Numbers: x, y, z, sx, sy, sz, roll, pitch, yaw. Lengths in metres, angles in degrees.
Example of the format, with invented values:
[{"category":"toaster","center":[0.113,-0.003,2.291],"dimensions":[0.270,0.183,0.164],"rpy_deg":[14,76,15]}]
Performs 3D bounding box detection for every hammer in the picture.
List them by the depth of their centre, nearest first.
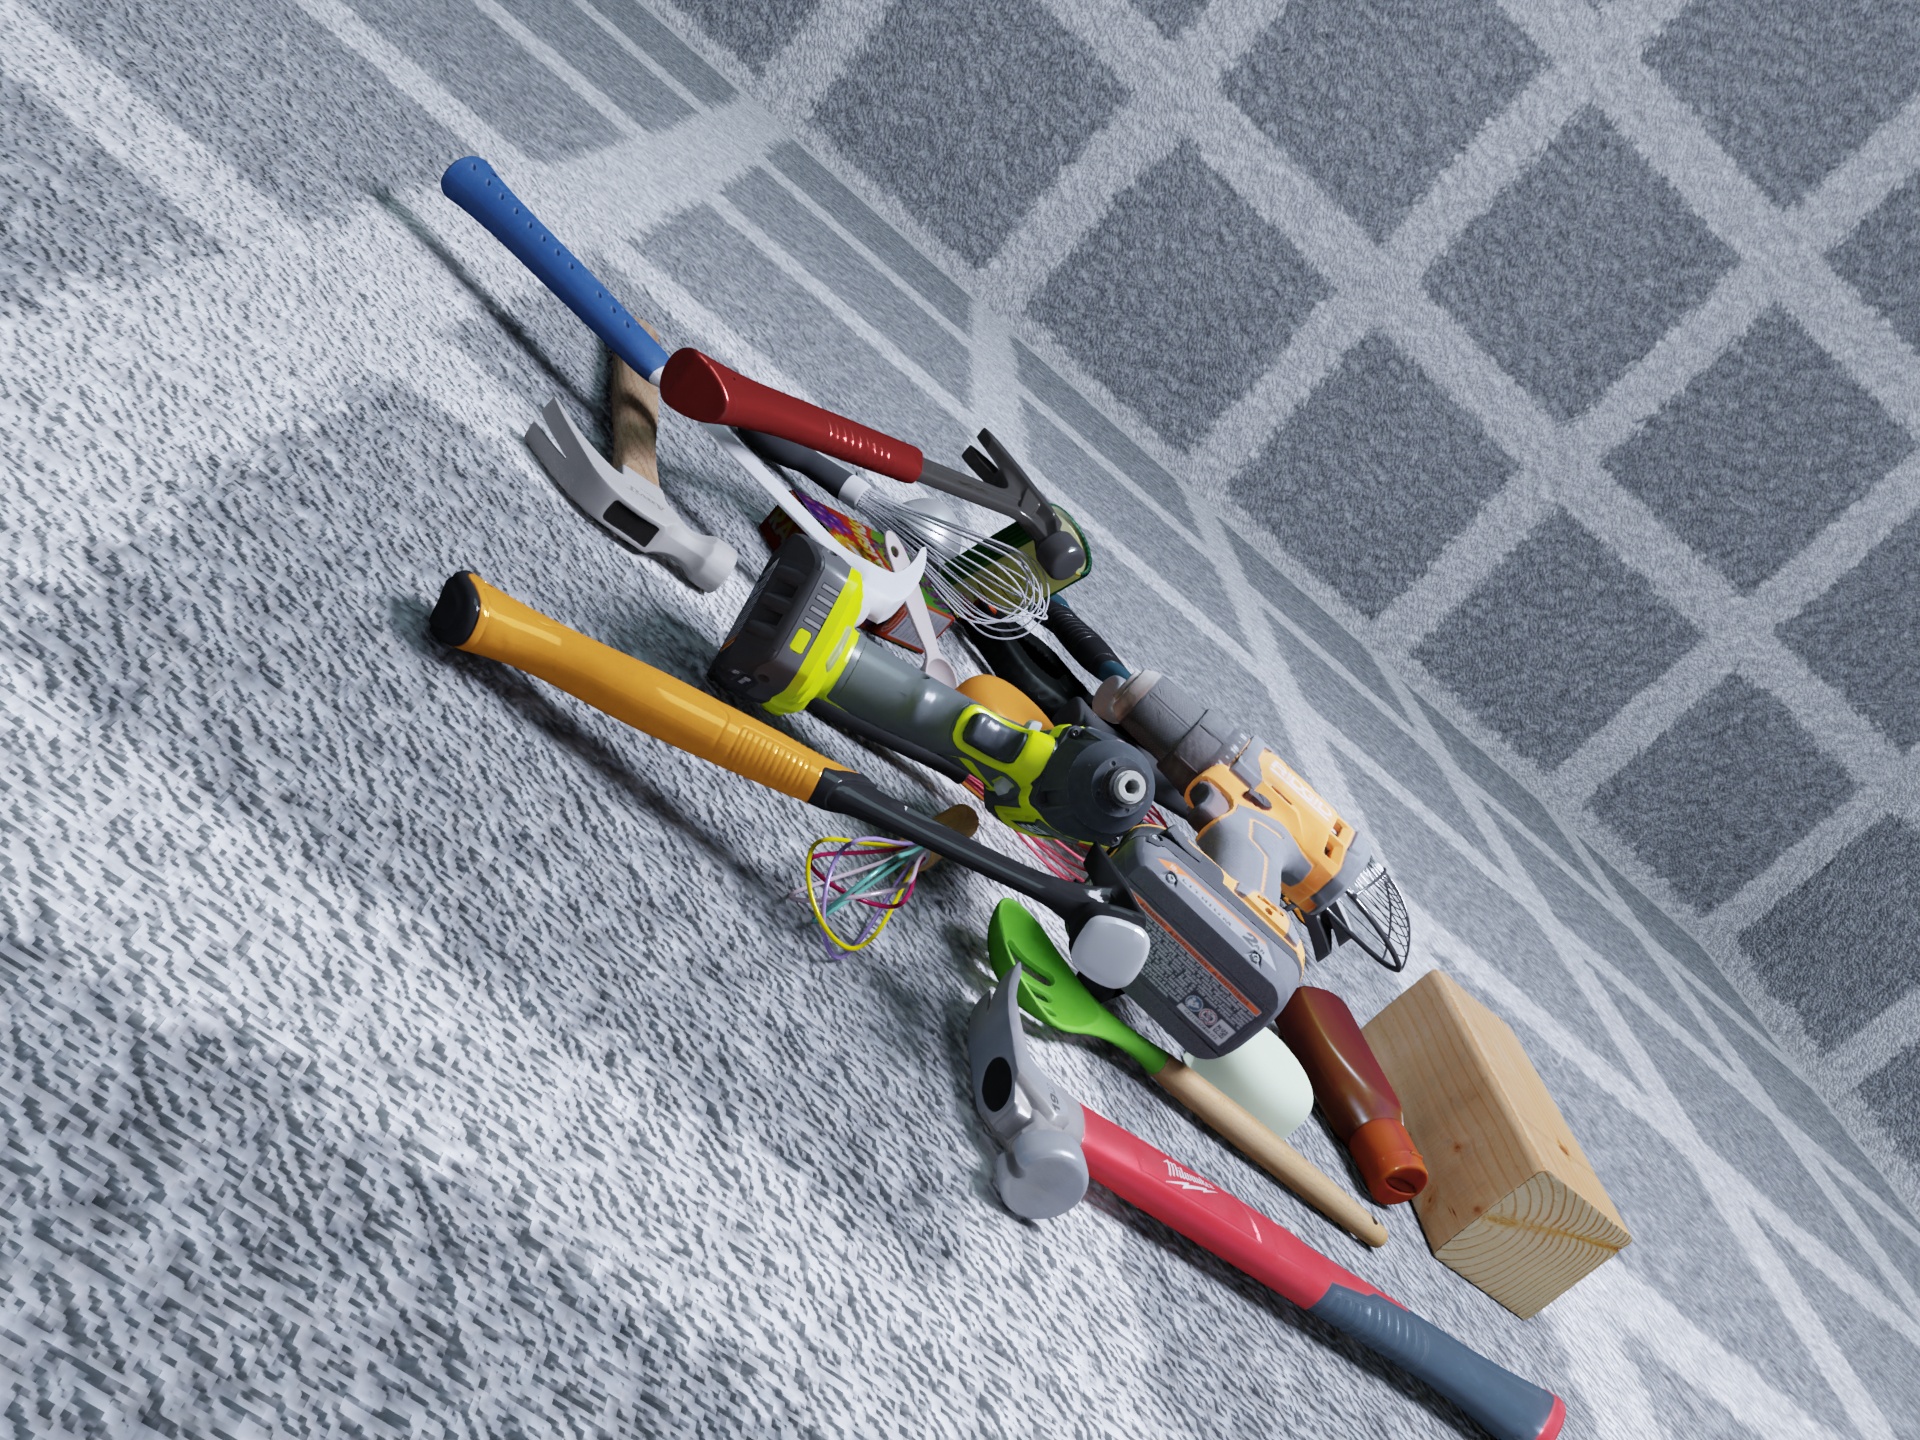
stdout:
[{"category":"hammer","center":[-0.074,0.019,0.712],"dimensions":[0.336,0.034,0.127],"rpy_deg":[26,9,-8]},{"category":"hammer","center":[0.159,0.258,0.783],"dimensions":[0.386,0.038,0.143],"rpy_deg":[36,18,-21]},{"category":"hammer","center":[-0.178,-0.210,1.006],"dimensions":[0.405,0.035,0.144],"rpy_deg":[46,23,9]},{"category":"hammer","center":[-0.212,-0.197,1.027],"dimensions":[0.130,0.031,0.332],"rpy_deg":[34,20,-28]},{"category":"hammer","center":[-0.057,-0.184,1.059],"dimensions":[0.358,0.036,0.149],"rpy_deg":[12,36,-51]},{"category":"hammer","center":[0.179,0.071,1.175],"dimensions":[0.334,0.035,0.146],"rpy_deg":[32,26,-39]},{"category":"hammer","center":[0.111,-0.039,1.199],"dimensions":[0.128,0.033,0.331],"rpy_deg":[31,10,-22]}]

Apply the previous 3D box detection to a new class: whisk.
[{"category":"whisk","center":[-0.030,0.067,0.806],"dimensions":[0.047,0.051,0.245],"rpy_deg":[40,14,8]},{"category":"whisk","center":[0.019,0.036,0.958],"dimensions":[0.295,0.073,0.073],"rpy_deg":[29,22,-20]},{"category":"whisk","center":[-0.053,-0.153,1.191],"dimensions":[0.284,0.070,0.070],"rpy_deg":[34,17,9]}]

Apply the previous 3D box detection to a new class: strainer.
[{"category":"strainer","center":[-0.078,-0.188,1.281],"dimensions":[0.258,0.050,0.087],"rpy_deg":[30,6,-27]}]

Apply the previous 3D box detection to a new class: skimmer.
[{"category":"skimmer","center":[0.179,0.143,1.020],"dimensions":[0.363,0.090,0.127],"rpy_deg":[-12,53,-47]}]

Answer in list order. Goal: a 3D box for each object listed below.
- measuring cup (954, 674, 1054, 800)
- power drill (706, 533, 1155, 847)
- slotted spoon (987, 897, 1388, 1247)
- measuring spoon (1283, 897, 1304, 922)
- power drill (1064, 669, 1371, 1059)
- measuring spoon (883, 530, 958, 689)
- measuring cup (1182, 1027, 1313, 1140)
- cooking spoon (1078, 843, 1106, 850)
[{"category":"measuring cup","center":[-0.002,-0.003,1.000],"dimensions":[0.173,0.052,0.095],"rpy_deg":[29,23,-43]},{"category":"power drill","center":[-0.010,-0.006,0.821],"dimensions":[0.223,0.080,0.171],"rpy_deg":[29,-8,-12]},{"category":"slotted spoon","center":[0.124,0.200,0.857],"dimensions":[0.313,0.031,0.070],"rpy_deg":[40,24,-17]},{"category":"measuring spoon","center":[0.257,0.125,1.329],"dimensions":[0.117,0.011,0.021],"rpy_deg":[50,19,20]},{"category":"power drill","center":[0.137,0.068,0.919],"dimensions":[0.185,0.084,0.226],"rpy_deg":[43,33,3]},{"category":"measuring spoon","center":[-0.033,-0.067,1.067],"dimensions":[0.034,0.018,0.124],"rpy_deg":[-18,89,-54]},{"category":"measuring cup","center":[0.170,0.186,0.964],"dimensions":[0.083,0.038,0.168],"rpy_deg":[38,21,-18]},{"category":"cooking spoon","center":[0.158,0.111,1.141],"dimensions":[0.318,0.017,0.069],"rpy_deg":[24,26,-48]}]
